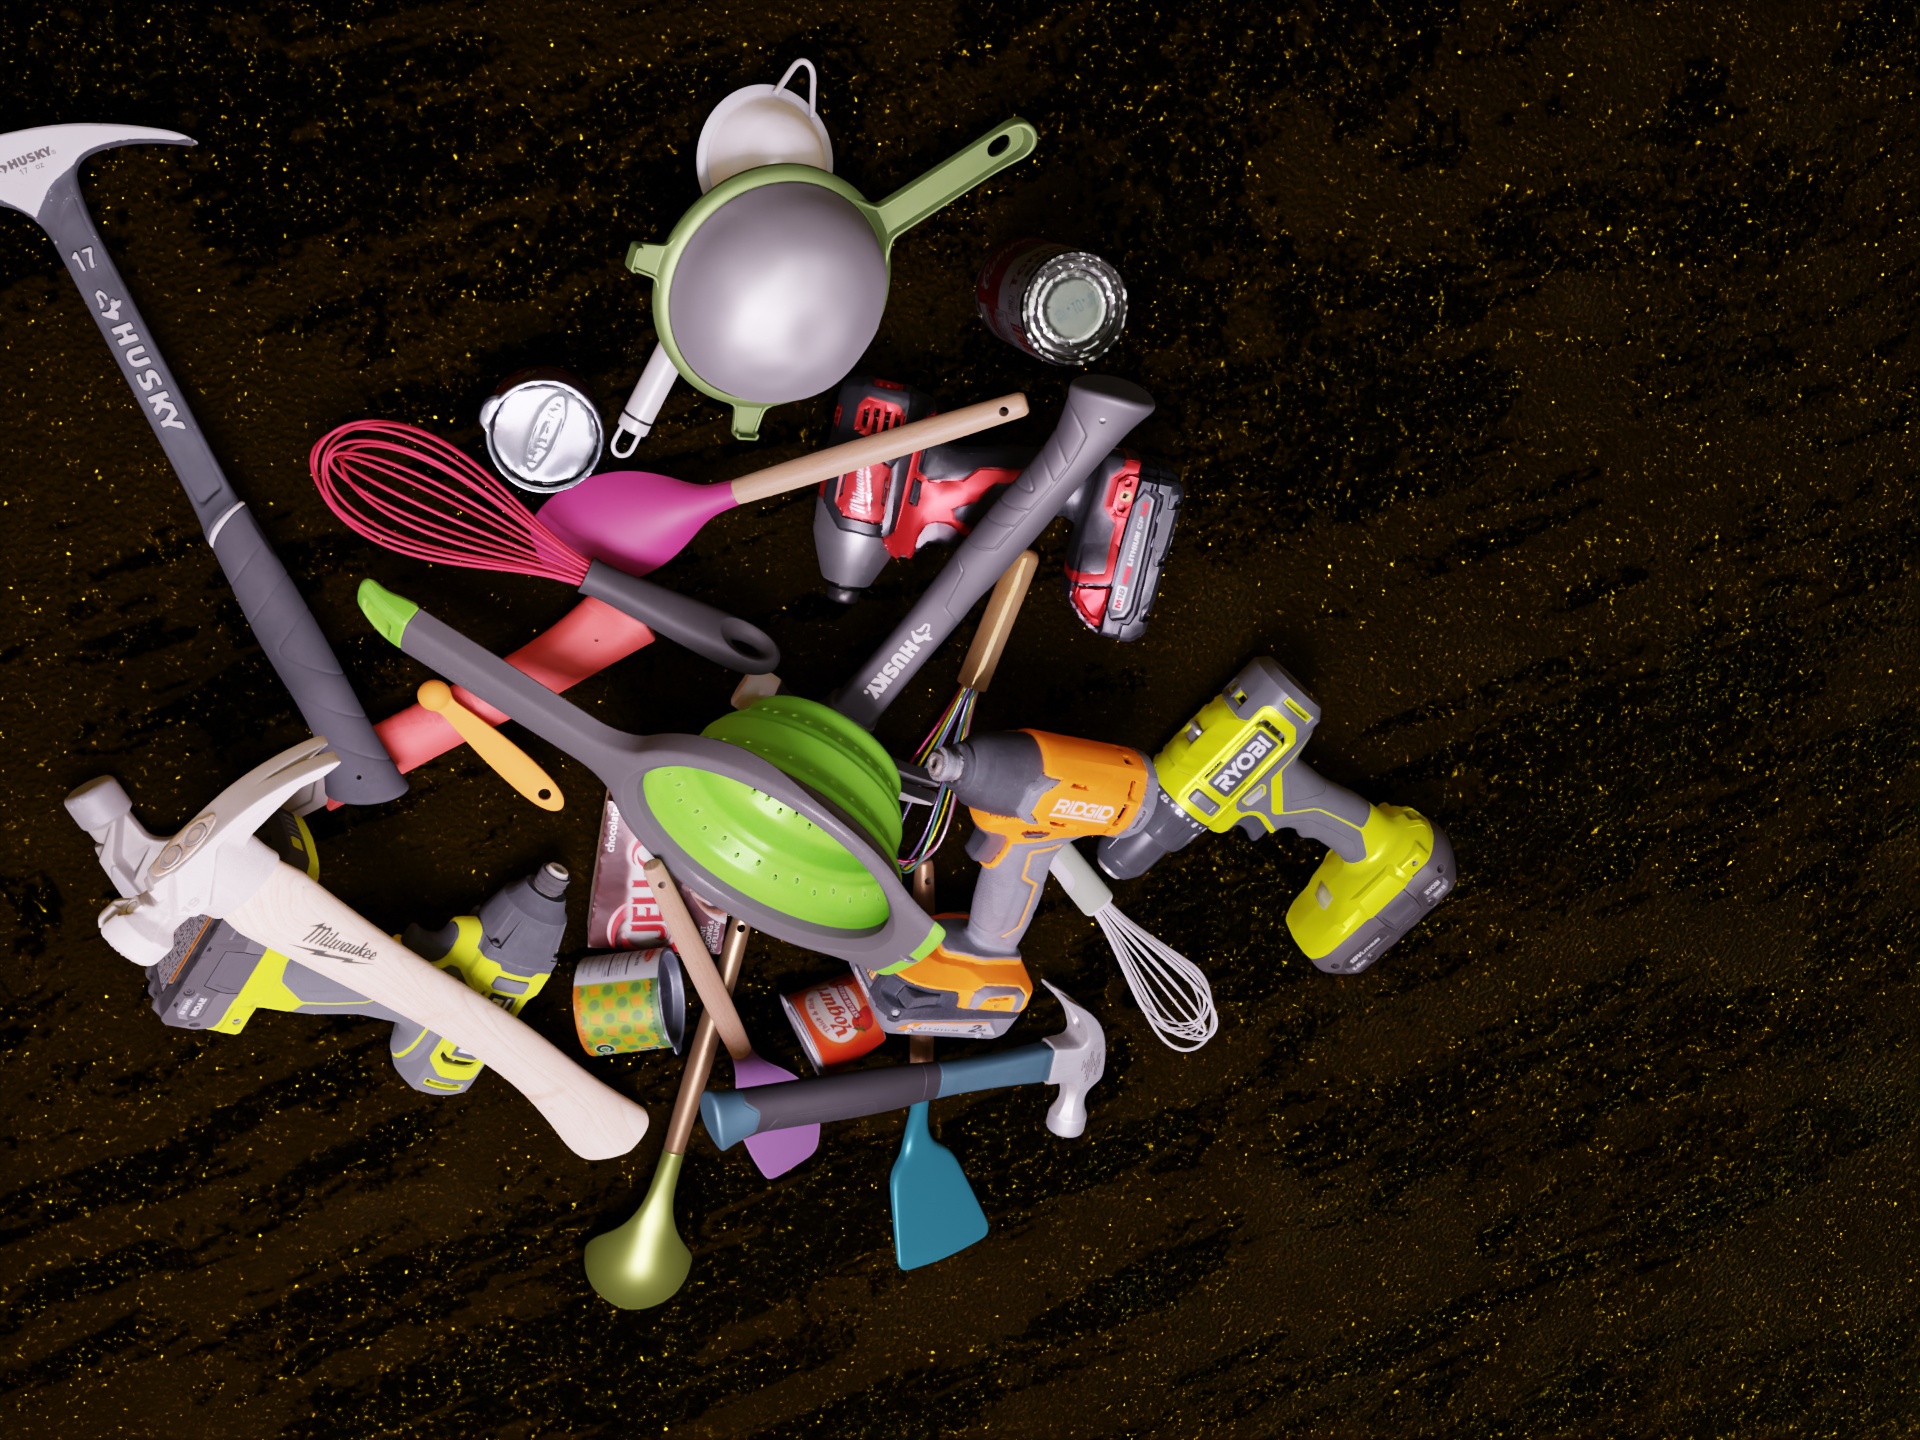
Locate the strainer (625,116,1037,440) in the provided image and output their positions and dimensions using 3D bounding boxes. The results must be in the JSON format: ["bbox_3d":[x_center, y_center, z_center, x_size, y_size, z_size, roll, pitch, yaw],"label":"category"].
[{"bbox_3d":[-0.053,-0.267,0.926,0.256,0.069,0.151,-34,138,-3],"label":"strainer"}]

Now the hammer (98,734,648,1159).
[{"bbox_3d":[-0.310,0.168,0.975,0.146,0.038,0.410,-45,137,-7],"label":"hammer"}]

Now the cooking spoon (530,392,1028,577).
[{"bbox_3d":[-0.112,-0.146,0.962,0.319,0.017,0.068,-15,110,10],"label":"cooking spoon"}]

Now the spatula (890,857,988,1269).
[{"bbox_3d":[-0.021,0.251,1.171,0.082,0.044,0.317,-12,112,-32],"label":"spatula"}]

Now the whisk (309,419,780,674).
[{"bbox_3d":[-0.242,-0.095,0.952,0.295,0.073,0.073,25,102,-16],"label":"whisk"}]

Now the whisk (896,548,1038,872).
[{"bbox_3d":[-0.003,-0.004,1.081,0.047,0.051,0.245,19,101,-16],"label":"whisk"}]

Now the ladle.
[{"bbox_3d":[-0.199,0.278,1.140,0.078,0.062,0.320,15,99,-15],"label":"ladle"}]

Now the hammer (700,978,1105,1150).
[{"bbox_3d":[-0.031,0.258,1.125,0.330,0.033,0.128,-1,111,-35],"label":"hammer"}]

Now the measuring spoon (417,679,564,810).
[{"bbox_3d":[-0.289,0.018,0.984,0.021,0.011,0.116,-41,115,3],"label":"measuring spoon"}]

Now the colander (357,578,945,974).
[{"bbox_3d":[-0.171,0.007,0.967,0.397,0.204,0.094,33,59,-8],"label":"colander"}]

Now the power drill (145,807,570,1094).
[{"bbox_3d":[-0.364,0.139,0.990,0.223,0.080,0.171,25,104,-43],"label":"power drill"}]

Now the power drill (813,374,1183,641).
[{"bbox_3d":[0.018,-0.125,1.007,0.219,0.079,0.143,13,105,-5],"label":"power drill"}]

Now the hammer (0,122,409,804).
[{"bbox_3d":[-0.419,-0.132,0.899,0.149,0.036,0.408,-24,109,-8],"label":"hammer"}]

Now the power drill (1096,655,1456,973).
[{"bbox_3d":[0.229,0.085,1.161,0.228,0.080,0.190,37,105,-22],"label":"power drill"}]

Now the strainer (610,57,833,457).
[{"bbox_3d":[-0.144,-0.268,0.944,0.086,0.050,0.258,21,107,-37],"label":"strainer"}]

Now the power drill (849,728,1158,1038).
[{"bbox_3d":[0.013,0.102,1.048,0.164,0.084,0.226,11,120,-35],"label":"power drill"}]

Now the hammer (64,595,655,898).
[{"bbox_3d":[-0.354,0.026,0.997,0.359,0.037,0.149,-28,115,-4],"label":"hammer"}]

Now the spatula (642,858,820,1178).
[{"bbox_3d":[-0.158,0.211,1.100,0.060,0.018,0.315,-30,129,-16],"label":"spatula"}]

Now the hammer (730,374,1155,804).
[{"bbox_3d":[0.003,-0.078,0.967,0.146,0.035,0.334,34,123,-12],"label":"hammer"}]

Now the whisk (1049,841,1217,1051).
[{"bbox_3d":[0.103,0.138,1.137,0.246,0.058,0.059,51,57,-8],"label":"whisk"}]
